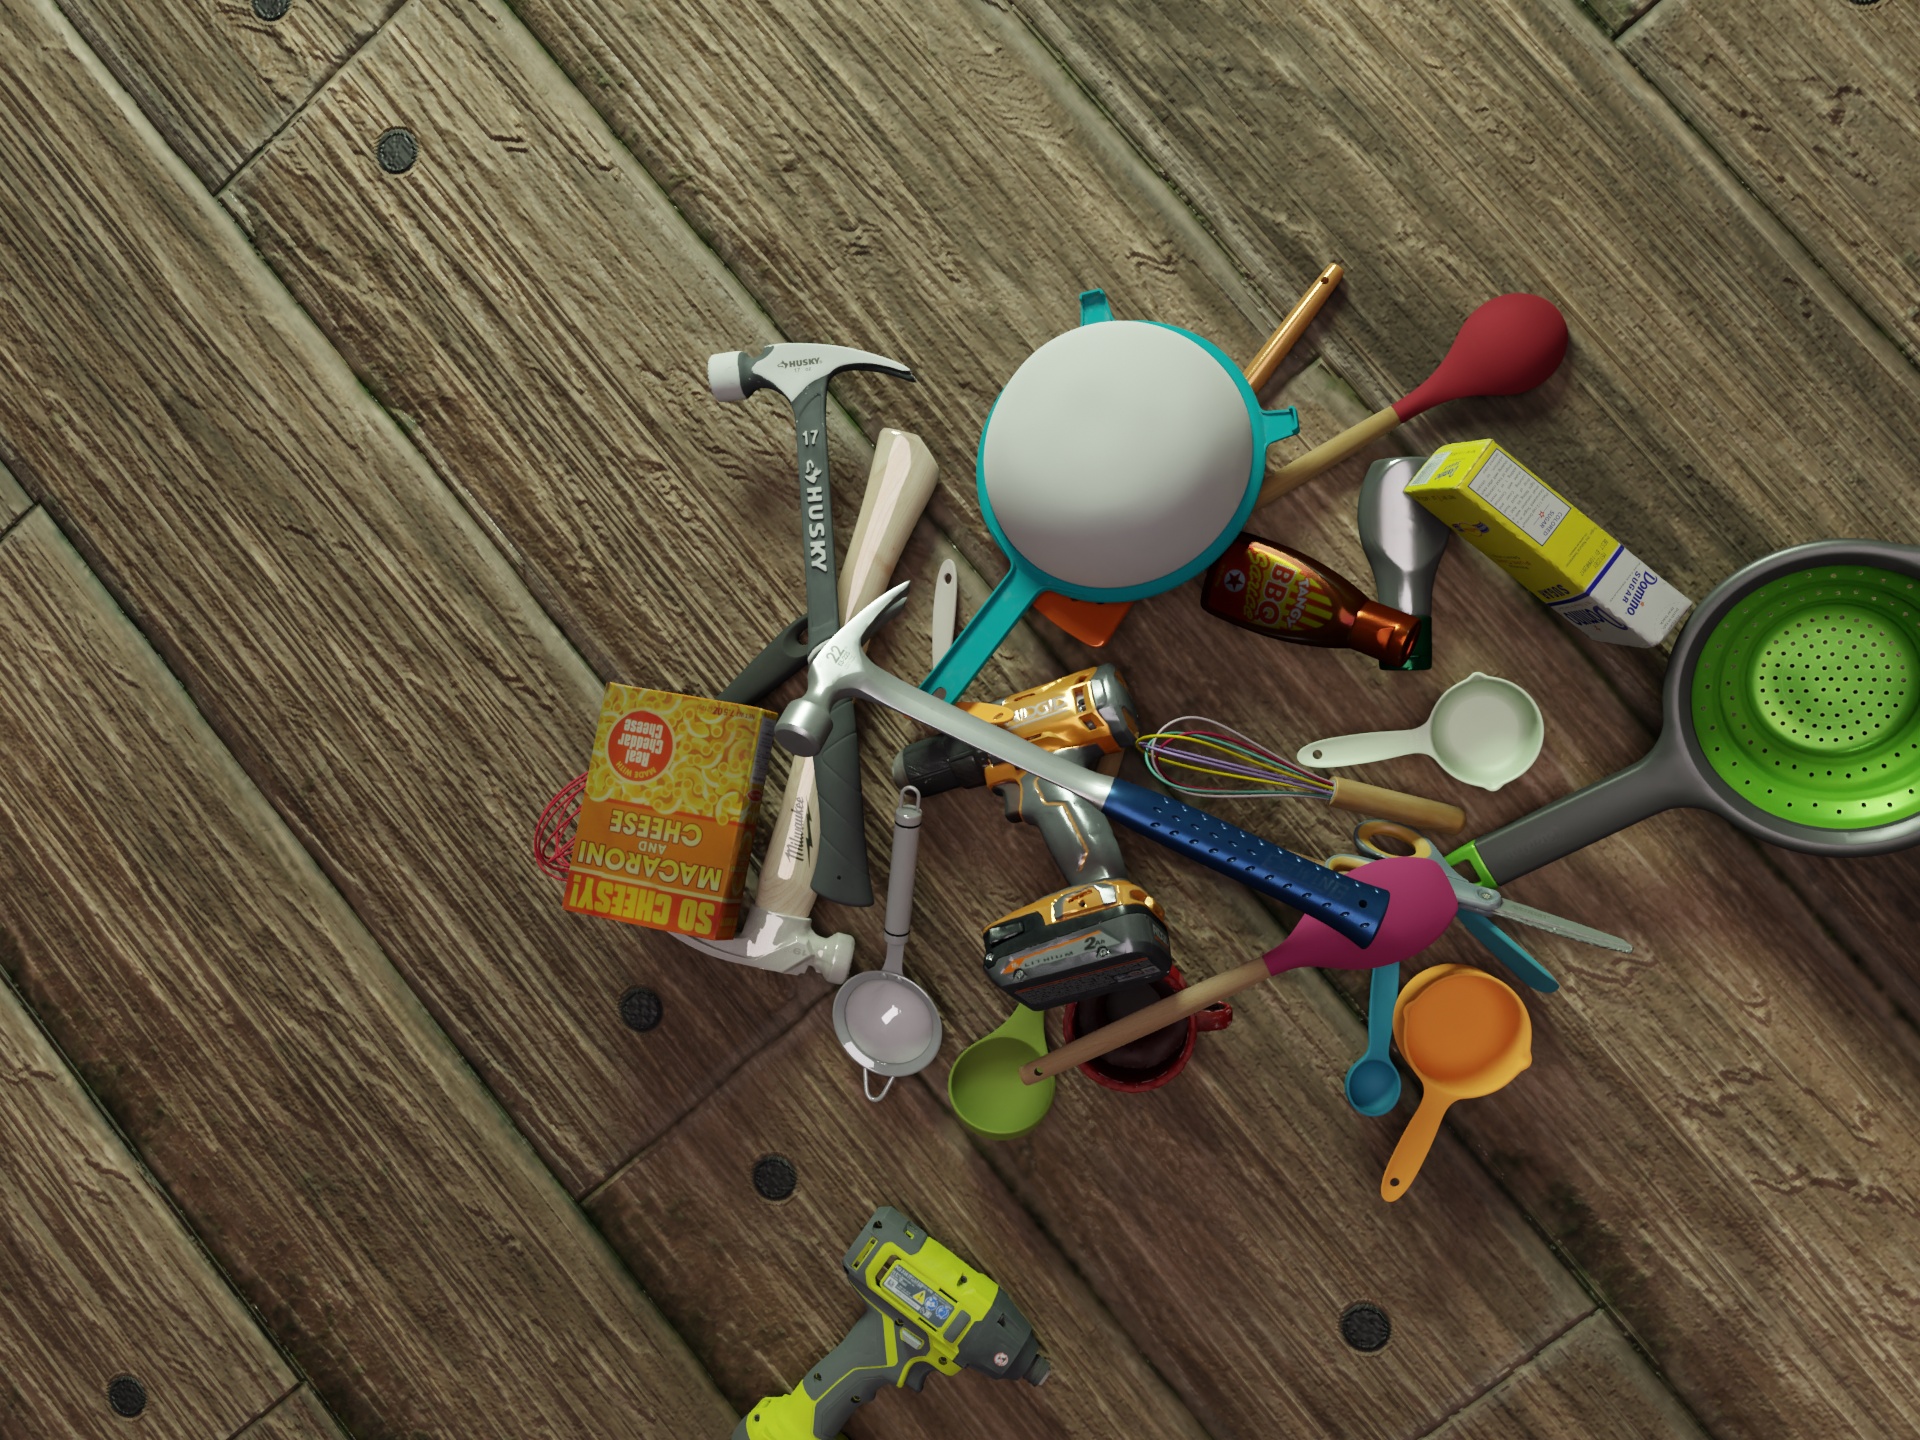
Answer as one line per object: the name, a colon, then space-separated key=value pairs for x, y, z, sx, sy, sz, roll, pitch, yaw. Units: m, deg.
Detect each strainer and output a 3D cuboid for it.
strainer: x=0.062 y=-0.144 z=1.103 sx=0.211 sy=0.095 sz=0.340 roll=37 pitch=90 yaw=20
strainer: x=-0.045 y=0.161 z=1.159 sx=0.087 sy=0.050 sz=0.258 roll=13 pitch=116 yaw=14

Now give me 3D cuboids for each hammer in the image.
hammer: x=-0.092 y=-0.071 z=1.137 sx=0.149 sy=0.036 sz=0.409 roll=-5 pitch=86 yaw=8
hammer: x=0.089 y=0.039 z=1.049 sx=0.405 sy=0.035 sz=0.144 roll=25 pitch=59 yaw=5
hammer: x=-0.105 y=-0.016 z=1.180 sx=0.146 sy=0.038 sz=0.410 roll=14 pitch=93 yaw=-9

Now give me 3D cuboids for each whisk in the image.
whisk: x=-0.209 y=0.017 z=1.208 sx=0.296 sy=0.073 sz=0.073 roll=-41 pitch=85 yaw=2
whisk: x=0.239 y=0.044 z=1.107 sx=0.245 sy=0.051 sz=0.047 roll=14 pitch=131 yaw=-8

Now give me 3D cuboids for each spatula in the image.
spatula: x=0.169 y=-0.196 z=1.141 sx=0.081 sy=0.041 sz=0.322 roll=39 pitch=96 yaw=20
spatula: x=0.265 y=0.122 z=1.130 sx=0.317 sy=0.082 sz=0.044 roll=16 pitch=81 yaw=14

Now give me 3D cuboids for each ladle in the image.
ladle: x=0.285 y=-0.204 z=1.129 sx=0.315 sy=0.031 sz=0.069 roll=-31 pitch=86 yaw=11
ladle: x=0.068 y=0.152 z=1.163 sx=0.078 sy=0.062 sz=0.320 roll=18 pitch=92 yaw=15

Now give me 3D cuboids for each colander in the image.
colander: x=0.509 y=0.018 z=1.075 sx=0.397 sy=0.094 sz=0.204 roll=-31 pitch=86 yaw=27

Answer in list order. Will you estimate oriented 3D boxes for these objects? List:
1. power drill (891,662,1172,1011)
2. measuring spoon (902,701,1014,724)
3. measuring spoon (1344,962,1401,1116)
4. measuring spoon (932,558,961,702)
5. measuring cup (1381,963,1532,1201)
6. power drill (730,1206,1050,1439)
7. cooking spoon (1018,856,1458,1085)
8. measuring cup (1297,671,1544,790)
power drill: x=0.046 y=0.084 z=1.119 sx=0.185 sy=0.084 sz=0.226 roll=-18 pitch=60 yaw=17
measuring spoon: x=-0.002 y=-0.004 z=1.150 sx=0.117 sy=0.021 sz=0.011 roll=6 pitch=132 yaw=47
measuring spoon: x=0.299 y=0.219 z=1.146 sx=0.042 sy=0.021 sz=0.129 roll=9 pitch=84 yaw=-12
measuring spoon: x=-0.008 y=-0.058 z=1.191 sx=0.034 sy=0.018 sz=0.124 roll=0 pitch=85 yaw=41
measuring cup: x=0.331 y=0.252 z=1.117 sx=0.095 sy=0.052 sz=0.173 roll=23 pitch=96 yaw=0
power drill: x=-0.054 y=0.502 z=1.186 sx=0.171 sy=0.080 sz=0.223 roll=36 pitch=94 yaw=7
cooking spoon: x=0.184 y=0.178 z=1.078 sx=0.319 sy=0.017 sz=0.069 roll=-26 pitch=86 yaw=7
measuring cup: x=0.324 y=0.014 z=1.126 sx=0.167 sy=0.038 sz=0.083 roll=-9 pitch=90 yaw=19
